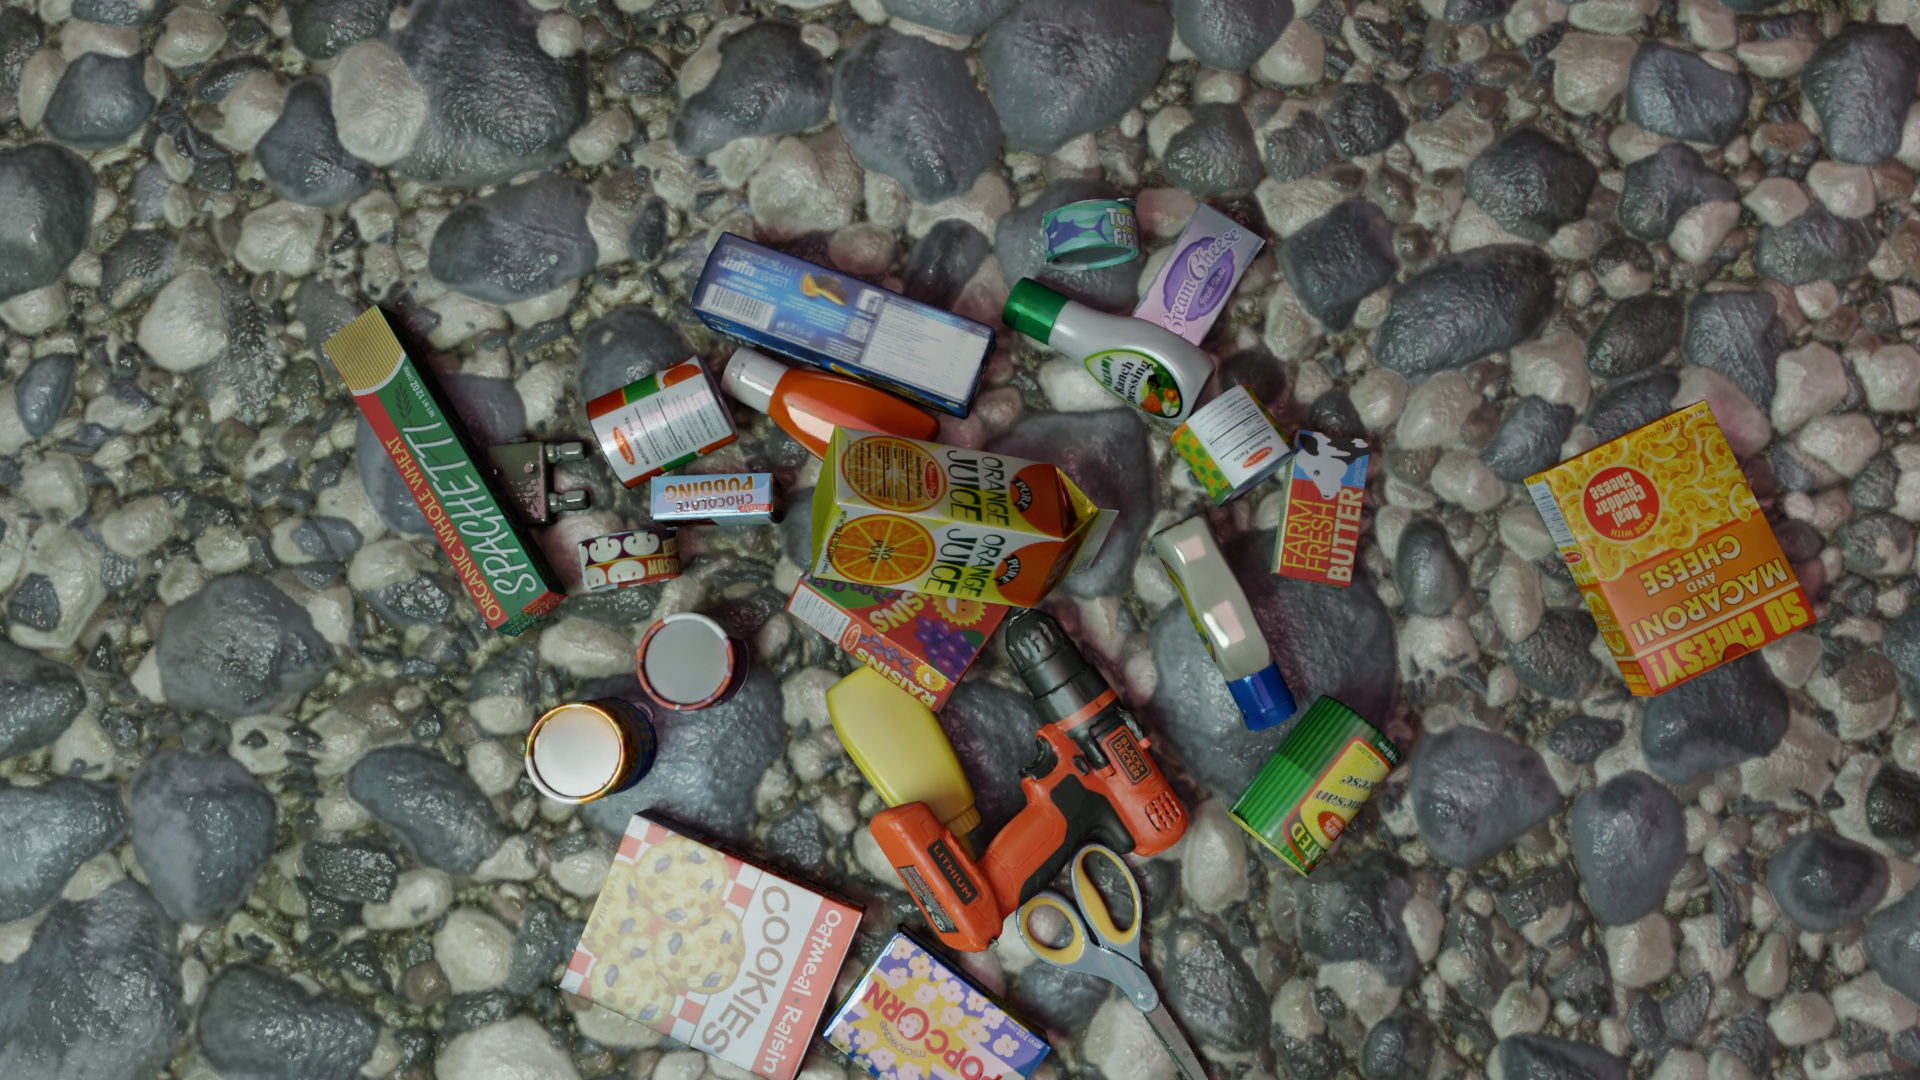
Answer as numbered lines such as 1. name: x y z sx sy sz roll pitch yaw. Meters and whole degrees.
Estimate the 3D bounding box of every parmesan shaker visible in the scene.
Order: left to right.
1. parmesan shaker: 0.232 0.160 0.917 0.071 0.071 0.103 39 86 4

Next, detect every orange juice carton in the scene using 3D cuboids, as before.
1. orange juice carton: 0.003 -0.011 0.910 0.193 0.071 0.073 9 46 -14

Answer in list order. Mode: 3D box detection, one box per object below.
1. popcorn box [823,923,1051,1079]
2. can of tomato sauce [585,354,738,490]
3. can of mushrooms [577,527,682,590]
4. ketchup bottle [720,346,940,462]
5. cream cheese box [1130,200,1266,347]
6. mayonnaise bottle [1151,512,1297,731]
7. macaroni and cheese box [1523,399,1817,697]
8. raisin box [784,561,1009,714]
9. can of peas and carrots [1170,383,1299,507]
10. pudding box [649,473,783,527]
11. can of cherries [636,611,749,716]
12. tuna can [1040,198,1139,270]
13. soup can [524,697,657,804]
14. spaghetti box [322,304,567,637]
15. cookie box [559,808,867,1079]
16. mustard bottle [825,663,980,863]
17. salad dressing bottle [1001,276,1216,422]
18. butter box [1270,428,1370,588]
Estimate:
1. popcorn box: -0.016 0.327 0.920 0.127 0.038 0.085 36 85 4
2. can of tomato sauce: -0.203 -0.082 0.950 0.083 0.071 0.071 -25 85 -2
3. can of mushrooms: -0.221 0.012 0.938 0.071 0.071 0.033 -9 85 0
4. ketchup bottle: -0.092 -0.087 0.958 0.149 0.043 0.064 26 90 3
5. cream cheese box: 0.164 -0.180 0.975 0.053 0.024 0.104 31 86 4
6. mayonnaise bottle: 0.178 0.055 0.934 0.041 0.065 0.148 -26 88 2
7. macaroni and cheese box: 0.481 0.006 0.945 0.124 0.040 0.166 -25 84 -1
8. raisin box: -0.041 0.046 0.926 0.123 0.039 0.086 34 45 4
9. can of peas and carrots: 0.185 -0.064 0.943 0.071 0.071 0.059 -34 80 -2
10. pudding box: -0.167 -0.027 0.950 0.084 0.049 0.030 -2 83 0
11. can of cherries: -0.180 0.084 0.935 0.071 0.058 0.071 0 84 1
12. tuna can: 0.092 -0.210 0.956 0.071 0.071 0.033 -6 87 0
13. soup can: -0.241 0.136 0.918 0.071 0.083 0.071 0 84 1
14. spaghetti box: -0.352 -0.050 0.947 0.050 0.028 0.250 -36 77 5
15. cookie box: -0.162 0.270 0.927 0.167 0.040 0.123 22 85 4
16. mustard bottle: -0.029 0.156 0.931 0.065 0.048 0.160 -31 85 -7
17. salad dressing bottle: 0.100 -0.134 0.956 0.148 0.064 0.044 28 59 11
18. butter box: 0.248 -0.022 0.958 0.053 0.024 0.103 9 84 2
